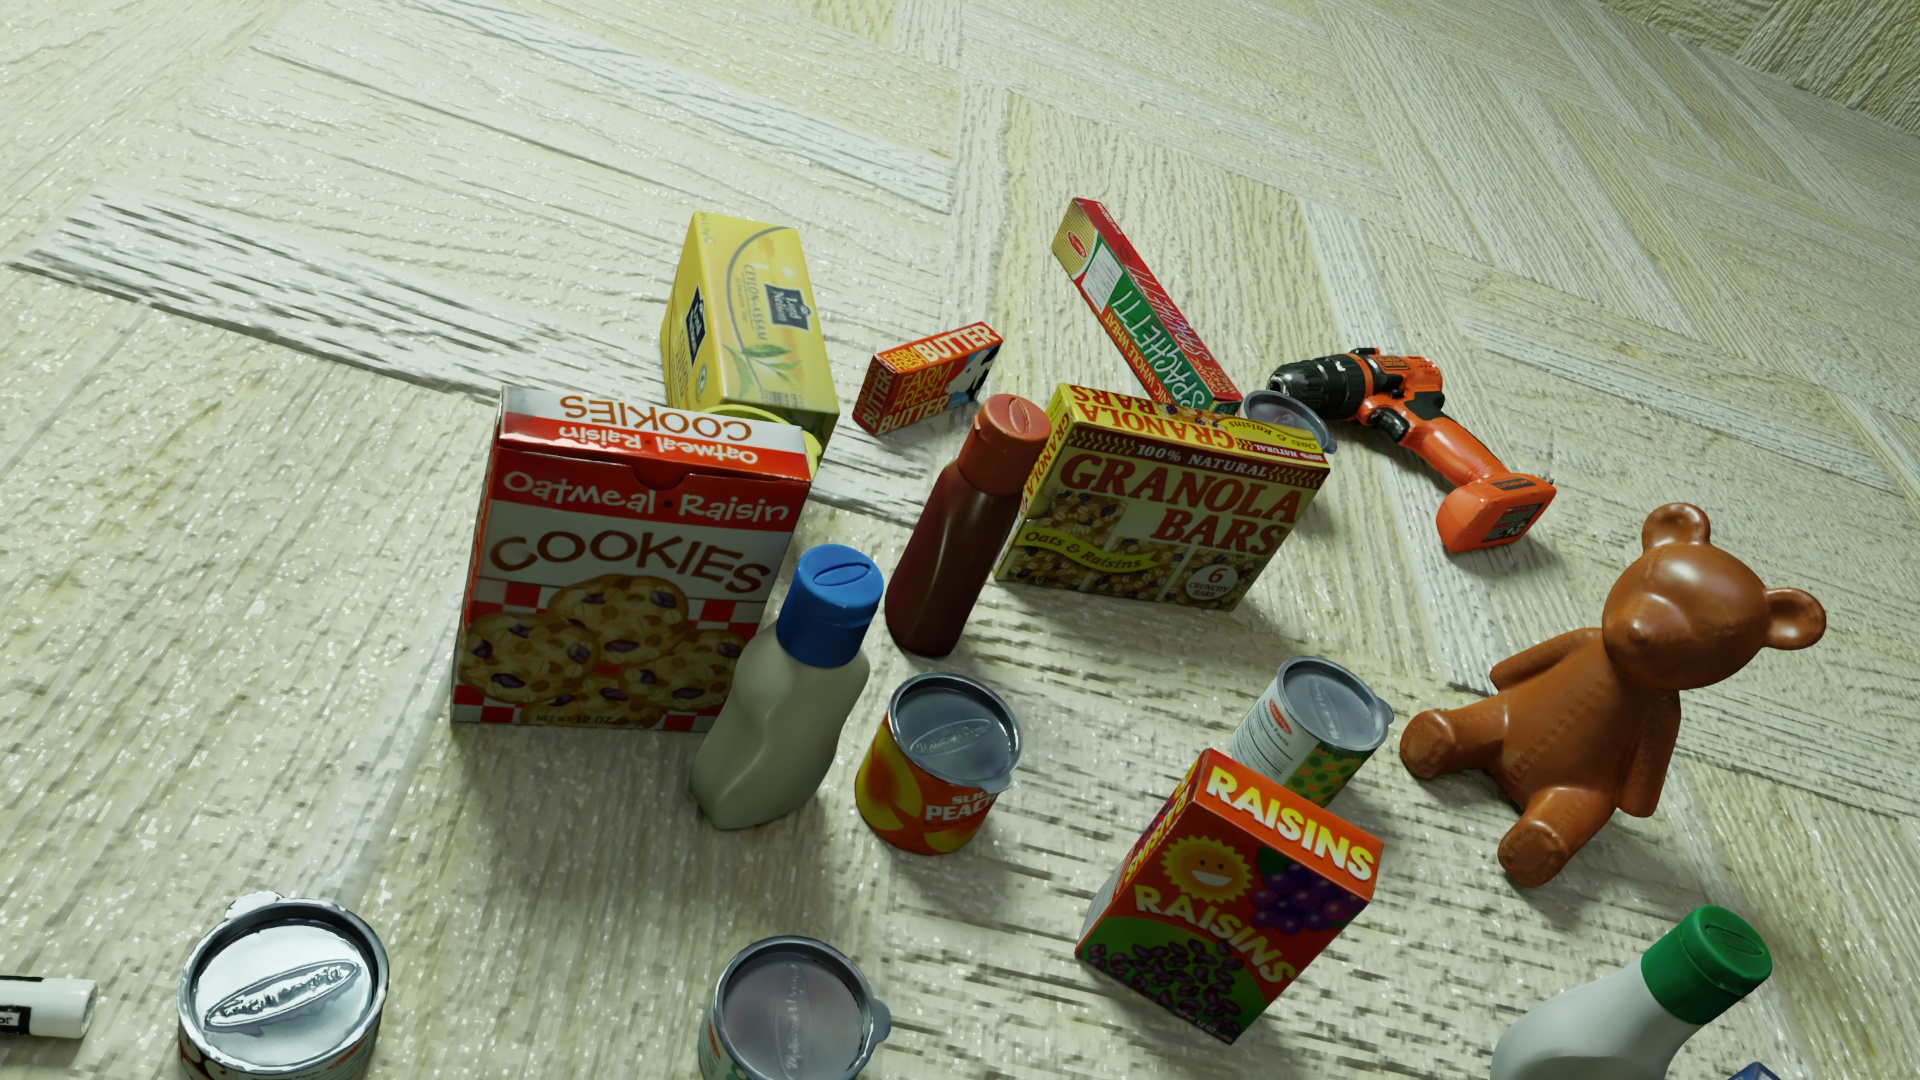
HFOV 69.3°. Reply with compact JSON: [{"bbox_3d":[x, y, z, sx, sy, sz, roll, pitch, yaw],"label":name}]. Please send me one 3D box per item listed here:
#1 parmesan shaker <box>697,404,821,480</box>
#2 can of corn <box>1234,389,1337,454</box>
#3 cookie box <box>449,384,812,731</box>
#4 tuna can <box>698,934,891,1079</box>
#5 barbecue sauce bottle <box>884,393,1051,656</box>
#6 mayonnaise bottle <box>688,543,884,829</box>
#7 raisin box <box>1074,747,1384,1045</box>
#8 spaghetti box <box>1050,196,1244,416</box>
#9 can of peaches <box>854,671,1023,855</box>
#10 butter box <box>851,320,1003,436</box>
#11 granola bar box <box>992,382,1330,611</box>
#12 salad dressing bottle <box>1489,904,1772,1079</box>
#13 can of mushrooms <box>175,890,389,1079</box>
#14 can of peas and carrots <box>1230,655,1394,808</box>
[{"bbox_3d":[-0.115,-0.007,0.691,0.071,0.102,0.072,15,40,-13],"label":"parmesan shaker"},{"bbox_3d":[0.215,-0.060,0.963,0.071,0.058,0.071,15,40,-13],"label":"can of corn"},{"bbox_3d":[-0.146,0.016,0.597,0.123,0.166,0.040,6,43,-23],"label":"cookie box"},{"bbox_3d":[-0.066,0.193,0.547,0.071,0.032,0.071,15,40,-13],"label":"tuna can"},{"bbox_3d":[0.003,-0.009,0.720,0.044,0.147,0.065,12,41,-17],"label":"barbecue sauce bottle"},{"bbox_3d":[-0.072,0.064,0.598,0.065,0.147,0.041,-15,54,-39],"label":"mayonnaise bottle"},{"bbox_3d":[0.115,0.158,0.613,0.086,0.122,0.040,30,39,5],"label":"raisin box"},{"bbox_3d":[0.136,-0.167,1.046,0.029,0.050,0.251,-1,46,-29],"label":"spaghetti box"},{"bbox_3d":[-0.010,0.107,0.654,0.071,0.057,0.071,15,40,-13],"label":"can of peaches"},{"bbox_3d":[-0.020,-0.105,0.890,0.024,0.052,0.104,44,42,21],"label":"butter box"},{"bbox_3d":[0.113,-0.021,0.811,0.166,0.123,0.039,8,42,-21],"label":"granola bar box"},{"bbox_3d":[0.299,0.219,0.625,0.064,0.146,0.044,22,39,-5],"label":"salad dressing bottle"},{"bbox_3d":[-0.239,0.161,0.490,0.071,0.033,0.071,15,40,-13],"label":"can of mushrooms"},{"bbox_3d":[0.193,0.107,0.763,0.071,0.058,0.071,15,40,-13],"label":"can of peas and carrots"}]
